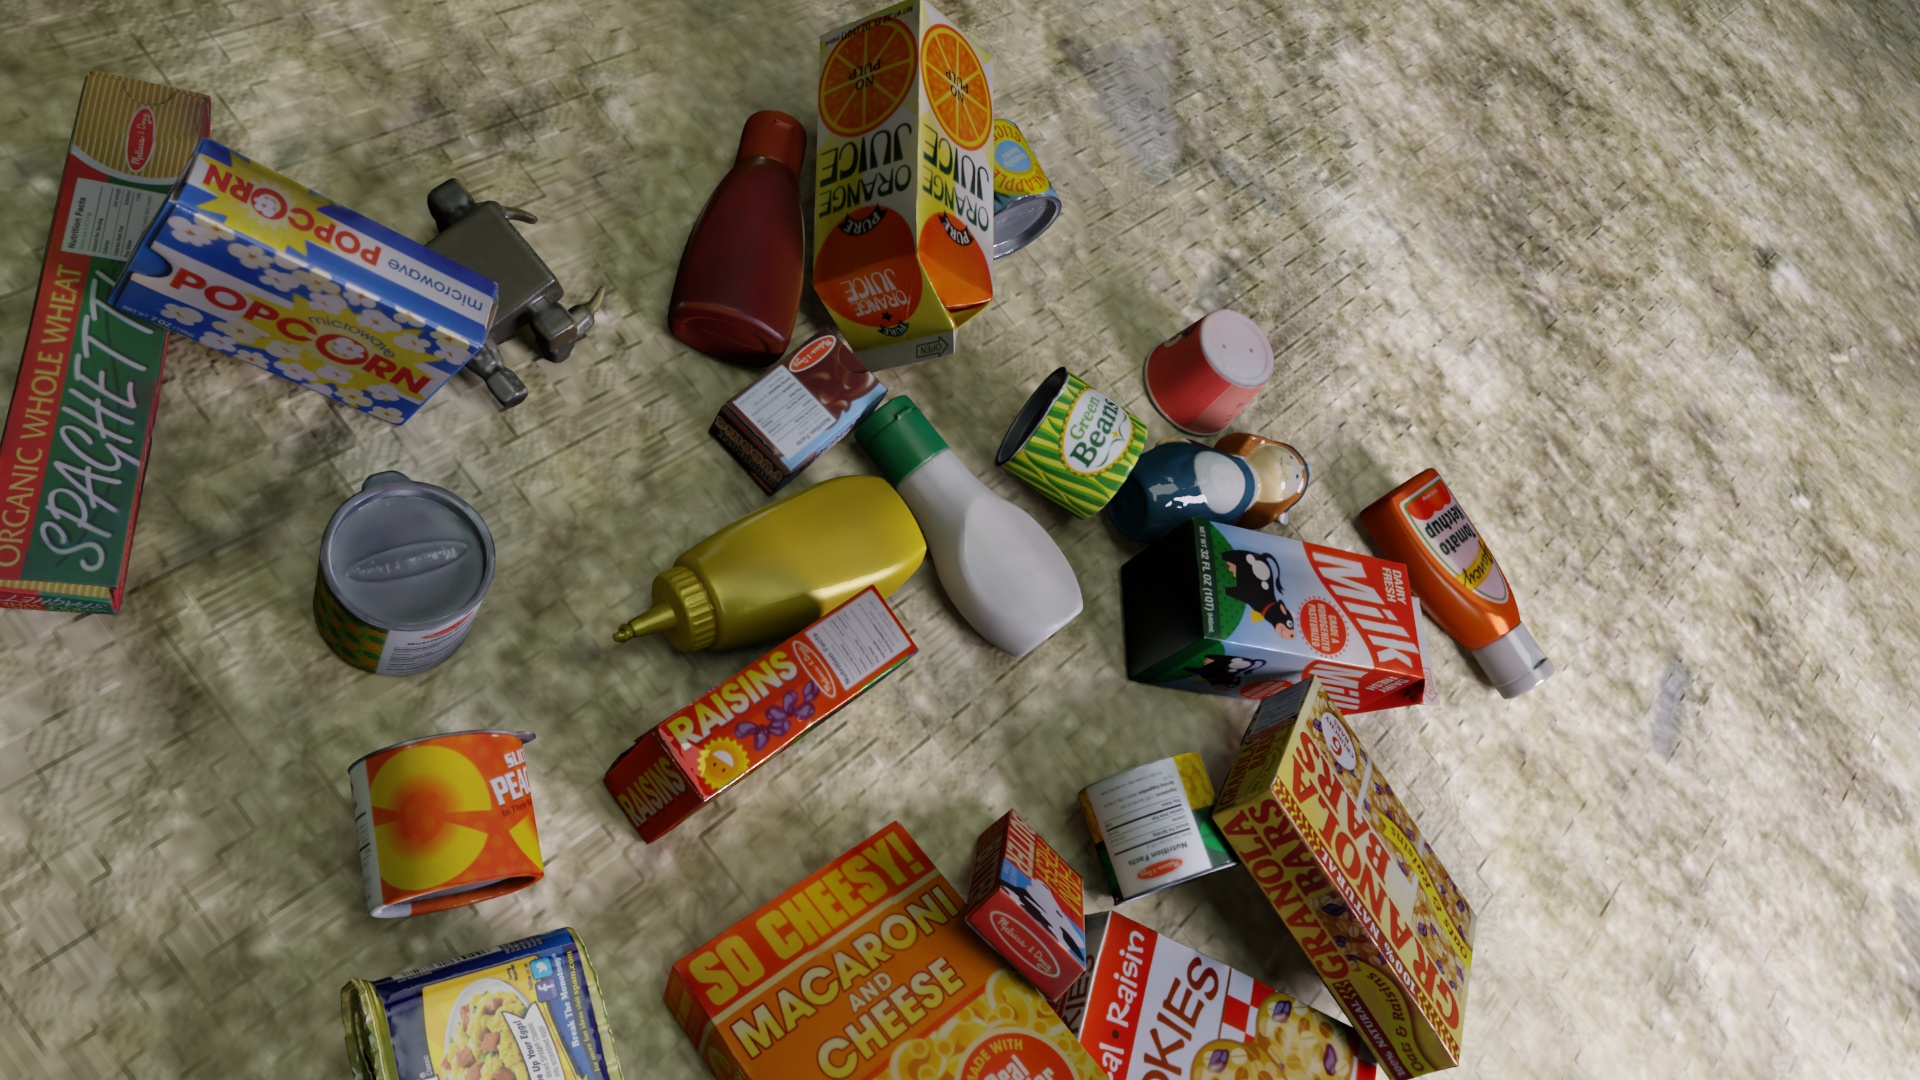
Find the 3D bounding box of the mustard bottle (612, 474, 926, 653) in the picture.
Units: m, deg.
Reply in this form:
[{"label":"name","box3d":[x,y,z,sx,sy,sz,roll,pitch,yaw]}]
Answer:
[{"label":"mustard bottle","box3d":[-0.094,0.018,0.660,0.161,0.048,0.065,-21,70,-34]}]

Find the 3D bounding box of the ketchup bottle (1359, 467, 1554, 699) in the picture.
[{"label":"ketchup bottle","box3d":[0.317,0.029,0.879,0.065,0.043,0.149,-28,82,-35]}]

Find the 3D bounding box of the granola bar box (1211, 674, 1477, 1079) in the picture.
[{"label":"granola bar box","box3d":[0.199,0.168,0.710,0.165,0.039,0.125,56,31,-5]}]

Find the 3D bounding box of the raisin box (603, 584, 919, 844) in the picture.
[{"label":"raisin box","box3d":[-0.088,0.076,0.611,0.124,0.085,0.040,-34,87,-36]}]

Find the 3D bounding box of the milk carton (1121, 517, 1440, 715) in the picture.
[{"label":"milk carton","box3d":[0.191,0.049,0.783,0.191,0.073,0.072,11,62,-24]}]

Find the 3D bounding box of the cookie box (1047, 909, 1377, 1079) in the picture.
[{"label":"cookie box","box3d":[0.114,0.266,0.654,0.167,0.040,0.123,29,56,-14]}]

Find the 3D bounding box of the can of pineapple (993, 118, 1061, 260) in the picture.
[{"label":"can of pineapple","box3d":[0.019,-0.207,0.820,0.071,0.070,0.058,-20,76,-34]}]

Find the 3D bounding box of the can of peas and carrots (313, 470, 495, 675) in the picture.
[{"label":"can of peas and carrots","box3d":[-0.234,0.015,0.580,0.071,0.058,0.071,12,60,-23]}]

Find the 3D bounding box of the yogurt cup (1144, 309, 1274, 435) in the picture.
[{"label":"yogurt cup","box3d":[0.155,-0.105,0.853,0.072,0.053,0.072,12,62,-23]}]

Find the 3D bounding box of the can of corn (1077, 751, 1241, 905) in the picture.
[{"label":"can of corn","box3d":[0.098,0.143,0.693,0.071,0.071,0.058,-8,70,-31]}]

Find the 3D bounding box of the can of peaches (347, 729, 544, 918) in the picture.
[{"label":"can of peaches","box3d":[-0.199,0.111,0.545,0.071,0.071,0.058,-5,69,-30]}]

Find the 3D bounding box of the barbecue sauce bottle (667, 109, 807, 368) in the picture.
[{"label":"barbecue sauce bottle","box3d":[-0.112,-0.167,0.747,0.065,0.043,0.149,19,58,-20]}]

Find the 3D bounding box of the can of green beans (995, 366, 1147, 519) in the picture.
[{"label":"can of green beans","box3d":[0.061,-0.053,0.769,0.058,0.071,0.071,33,55,-11]}]

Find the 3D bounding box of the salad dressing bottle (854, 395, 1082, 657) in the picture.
[{"label":"salad dressing bottle","box3d":[0.003,-0.009,0.730,0.064,0.043,0.147,-34,84,-34]}]

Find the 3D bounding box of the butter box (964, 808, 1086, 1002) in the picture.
[{"label":"butter box","box3d":[0.031,0.163,0.632,0.053,0.024,0.104,44,9,-3]}]

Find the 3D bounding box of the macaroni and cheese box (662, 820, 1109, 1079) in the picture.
[{"label":"macaroni and cheese box","box3d":[-0.025,0.217,0.575,0.124,0.040,0.167,-27,63,-35]}]

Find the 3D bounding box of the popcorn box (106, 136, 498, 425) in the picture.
[{"label":"popcorn box","box3d":[-0.273,-0.103,0.583,0.126,0.085,0.038,26,53,-35]}]

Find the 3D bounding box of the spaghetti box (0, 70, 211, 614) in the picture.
[{"label":"spaghetti box","box3d":[-0.360,-0.088,0.582,0.050,0.028,0.251,7,63,-25]}]

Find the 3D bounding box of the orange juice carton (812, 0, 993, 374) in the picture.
[{"label":"orange juice carton","box3d":[-0.030,-0.185,0.755,0.073,0.071,0.193,19,67,-53]}]

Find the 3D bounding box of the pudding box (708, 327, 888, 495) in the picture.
[{"label":"pudding box","box3d":[-0.083,-0.068,0.720,0.049,0.030,0.084,45,54,0]}]
